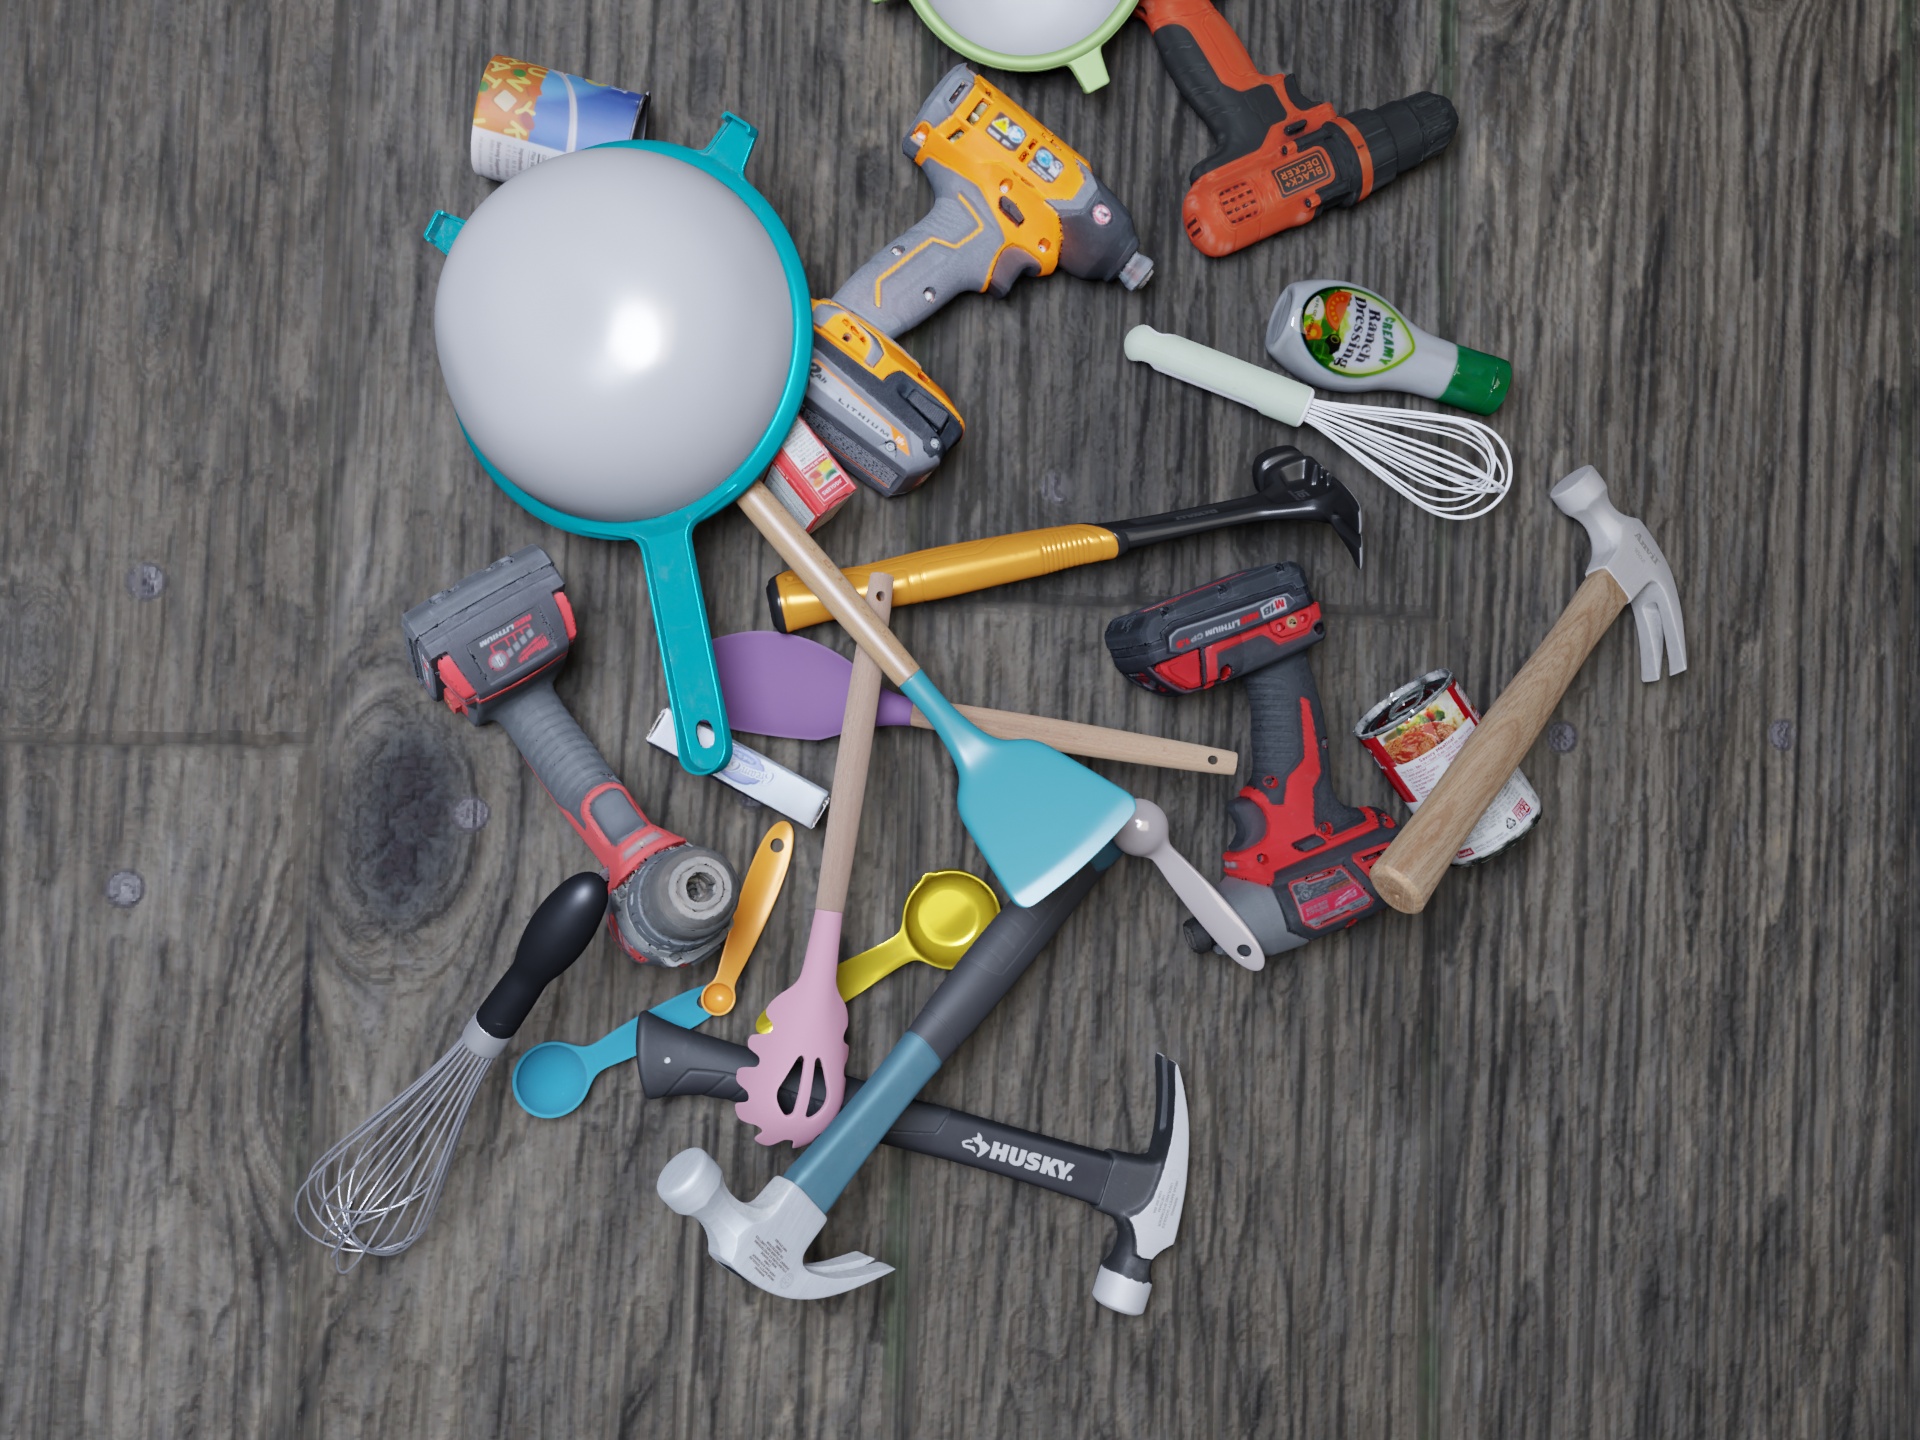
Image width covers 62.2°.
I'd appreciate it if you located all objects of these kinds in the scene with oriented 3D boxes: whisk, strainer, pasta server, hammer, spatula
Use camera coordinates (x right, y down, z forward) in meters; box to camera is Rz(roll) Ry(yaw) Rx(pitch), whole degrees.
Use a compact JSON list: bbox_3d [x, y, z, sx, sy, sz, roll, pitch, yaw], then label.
[{"bbox_3d":[-0.253,0.180,0.808,0.070,0.070,0.284,36,111,-7],"label":"whisk"},{"bbox_3d":[-0.175,-0.138,0.802,0.211,0.095,0.340,-13,86,14],"label":"strainer"},{"bbox_3d":[-0.069,0.076,0.863,0.060,0.040,0.316,10,84,-18],"label":"pasta server"},{"bbox_3d":[0.053,-0.501,0.918,0.151,0.069,0.256,20,99,-7],"label":"strainer"},{"bbox_3d":[0.334,-0.009,0.933,0.130,0.031,0.331,48,61,-8],"label":"hammer"},{"bbox_3d":[-0.025,0.225,0.906,0.334,0.035,0.146,19,85,-11],"label":"hammer"},{"bbox_3d":[0.213,-0.184,0.954,0.246,0.058,0.059,22,108,2],"label":"whisk"},{"bbox_3d":[0.057,-0.095,0.909,0.337,0.127,0.034,-12,119,-5],"label":"hammer"},{"bbox_3d":[-0.012,0.167,0.861,0.331,0.033,0.128,-47,116,-27],"label":"hammer"},{"bbox_3d":[-0.001,-0.003,0.898,0.316,0.018,0.060,10,87,6],"label":"spatula"},{"bbox_3d":[-0.042,-0.044,0.838,0.082,0.044,0.317,-41,89,-6],"label":"spatula"}]

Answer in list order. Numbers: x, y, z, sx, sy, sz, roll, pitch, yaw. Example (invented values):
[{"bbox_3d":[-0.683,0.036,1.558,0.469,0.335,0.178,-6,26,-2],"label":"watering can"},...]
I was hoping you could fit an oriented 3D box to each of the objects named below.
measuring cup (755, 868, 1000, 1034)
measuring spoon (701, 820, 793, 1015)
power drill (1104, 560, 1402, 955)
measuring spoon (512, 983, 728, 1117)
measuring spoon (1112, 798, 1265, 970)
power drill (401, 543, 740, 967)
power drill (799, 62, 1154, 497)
[{"bbox_3d":[-0.049,0.138,0.920,0.156,0.029,0.062,-29,95,-1],"label":"measuring cup"},{"bbox_3d":[-0.121,0.112,0.910,0.021,0.011,0.117,24,77,-16],"label":"measuring spoon"},{"bbox_3d":[0.171,0.028,0.937,0.143,0.078,0.219,-21,95,-10],"label":"power drill"},{"bbox_3d":[-0.191,0.180,0.897,0.128,0.021,0.042,-25,98,-19],"label":"measuring spoon"},{"bbox_3d":[0.130,0.097,0.903,0.034,0.018,0.124,-41,90,24],"label":"measuring spoon"},{"bbox_3d":[-0.190,0.027,0.816,0.080,0.188,0.226,-34,90,-20],"label":"power drill"},{"bbox_3d":[0.001,-0.242,0.913,0.164,0.084,0.226,36,79,-8],"label":"power drill"}]
